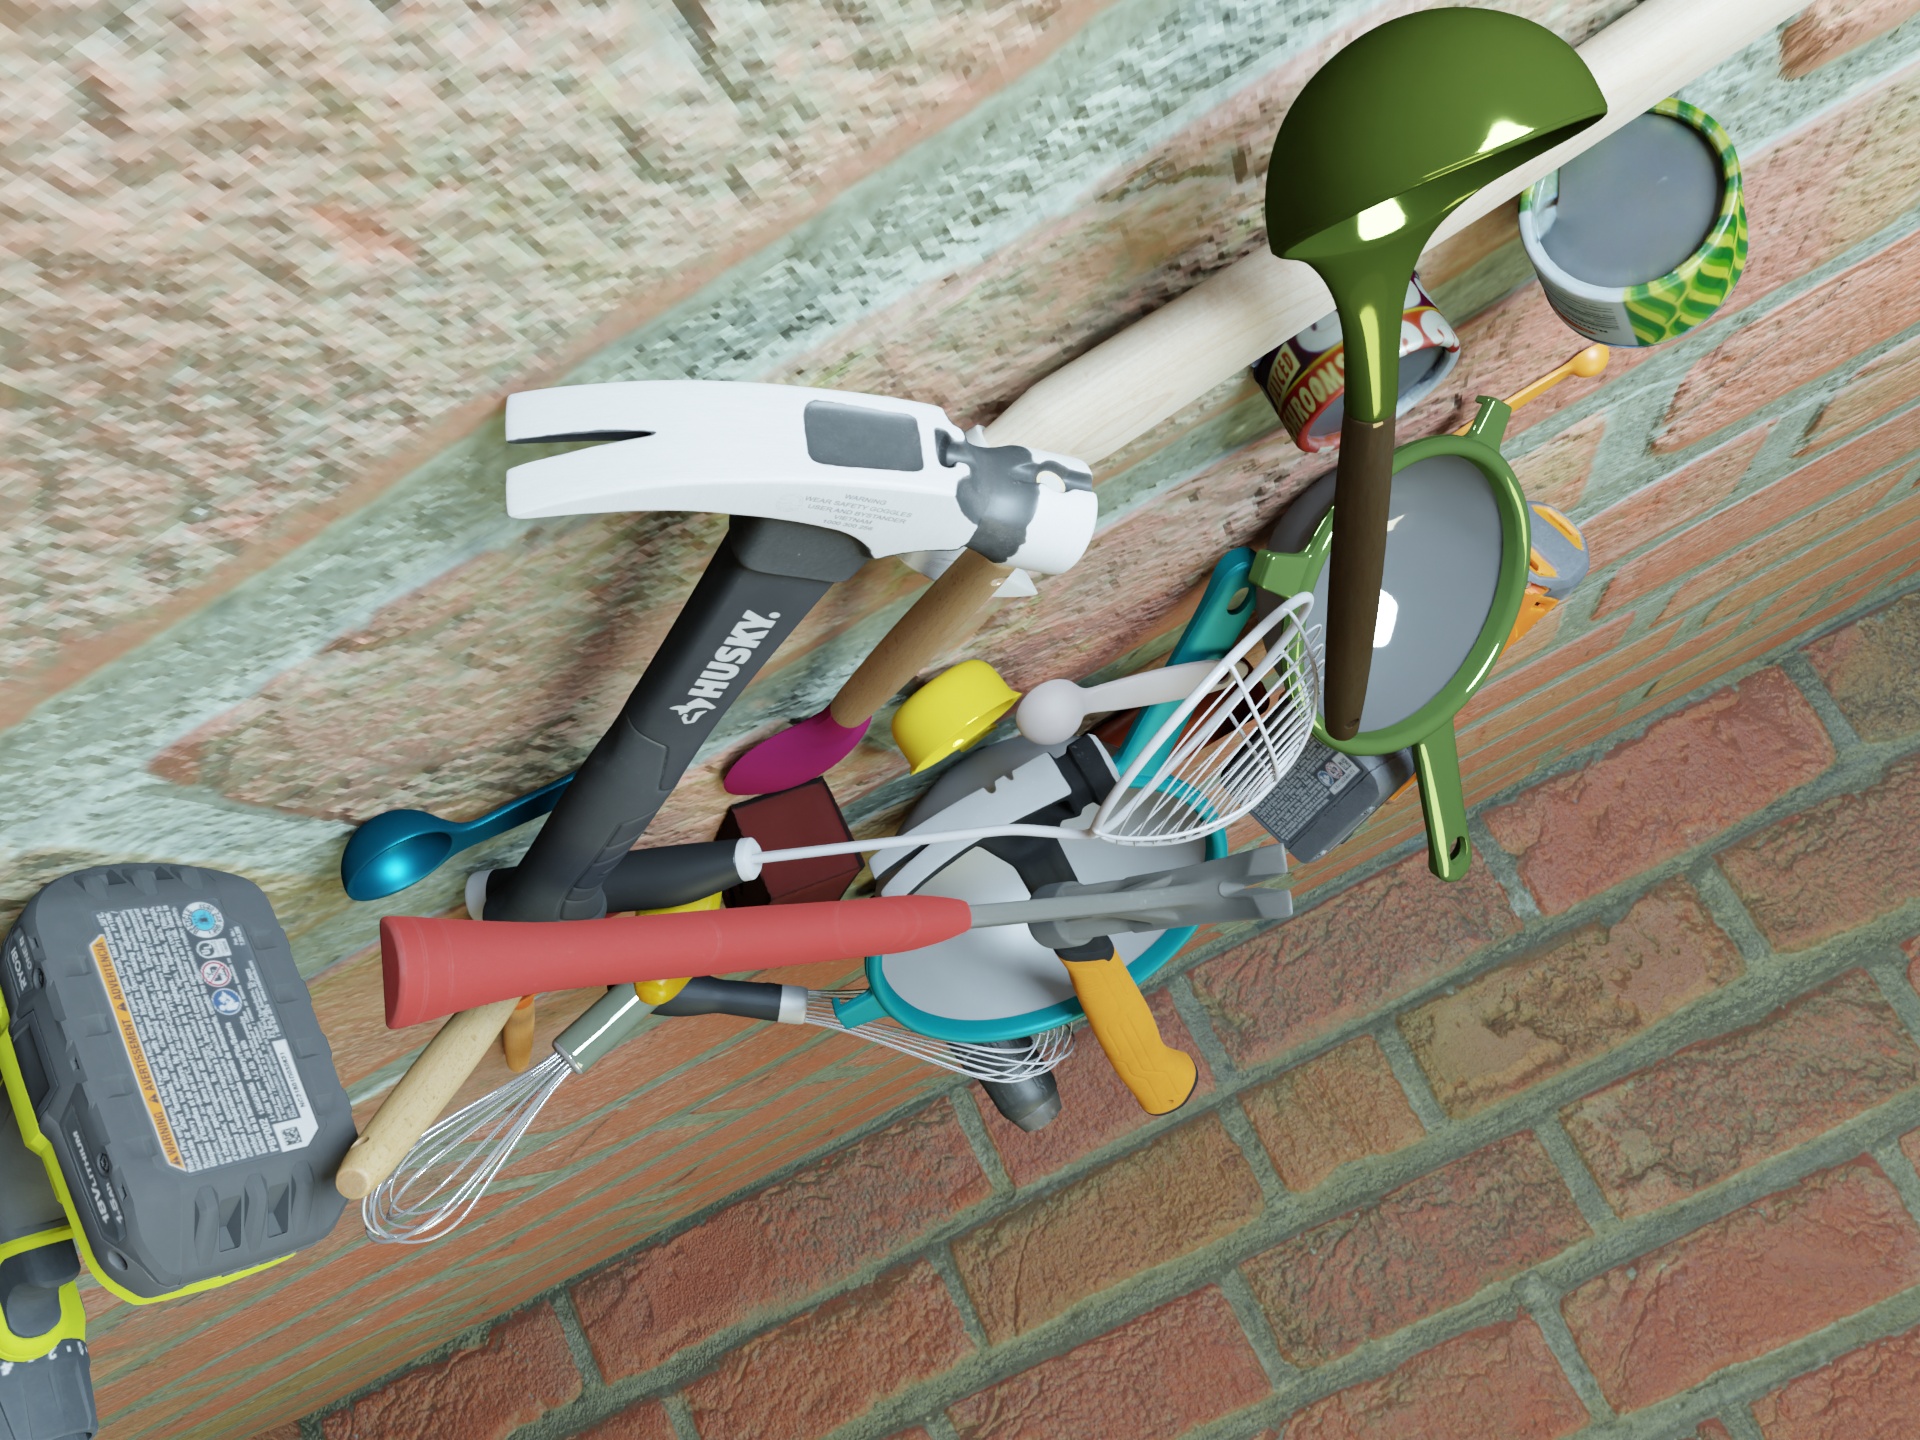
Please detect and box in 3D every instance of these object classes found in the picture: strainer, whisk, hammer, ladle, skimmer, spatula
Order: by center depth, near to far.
[{"bbox_3d":[0.153,-0.161,0.473,0.410,0.038,0.146,-31,165,14],"label":"hammer"},{"bbox_3d":[0.126,-0.068,0.474,0.078,0.062,0.319,-22,148,-3],"label":"ladle"},{"bbox_3d":[-0.103,0.005,0.509,0.146,0.035,0.334,7,150,-27],"label":"hammer"},{"bbox_3d":[-0.181,0.110,0.612,0.069,0.031,0.315,-23,-171,1],"label":"ladle"},{"bbox_3d":[-0.039,0.080,0.617,0.359,0.037,0.149,0,168,-38],"label":"hammer"},{"bbox_3d":[-0.031,0.020,0.651,0.363,0.090,0.127,-8,172,9],"label":"skimmer"},{"bbox_3d":[0.203,-0.025,0.765,0.151,0.069,0.256,-35,129,-17],"label":"strainer"},{"bbox_3d":[0.060,0.030,0.857,0.211,0.095,0.340,5,127,-31],"label":"strainer"},{"bbox_3d":[-0.220,0.188,0.862,0.246,0.057,0.059,-42,-148,-23],"label":"whisk"},{"bbox_3d":[-0.236,0.164,0.867,0.081,0.041,0.322,-32,169,-25],"label":"spatula"},{"bbox_3d":[0.066,0.139,0.870,0.127,0.034,0.336,-29,138,0],"label":"hammer"},{"bbox_3d":[-0.069,0.174,0.960,0.284,0.070,0.070,8,157,-7],"label":"whisk"}]

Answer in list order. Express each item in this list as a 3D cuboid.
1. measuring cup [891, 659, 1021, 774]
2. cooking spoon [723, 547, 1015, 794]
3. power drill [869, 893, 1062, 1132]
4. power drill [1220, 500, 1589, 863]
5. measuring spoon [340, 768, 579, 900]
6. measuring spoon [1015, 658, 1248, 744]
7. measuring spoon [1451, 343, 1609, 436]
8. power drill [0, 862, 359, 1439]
[{"bbox_3d":[-0.001,-0.002,0.764,0.062,0.029,0.156,-36,176,2],"label":"measuring cup"},{"bbox_3d":[-0.037,-0.010,0.607,0.068,0.017,0.319,-19,172,-23],"label":"cooking spoon"},{"bbox_3d":[0.067,0.143,1.030,0.226,0.188,0.080,-35,176,15],"label":"power drill"},{"bbox_3d":[0.254,-0.019,0.923,0.226,0.084,0.164,-39,168,-29],"label":"power drill"},{"bbox_3d":[-0.174,0.029,0.597,0.128,0.021,0.042,-27,162,-35],"label":"measuring spoon"},{"bbox_3d":[0.085,-0.010,0.751,0.124,0.018,0.034,-12,132,-20],"label":"measuring spoon"},{"bbox_3d":[0.251,-0.138,0.746,0.117,0.011,0.021,-33,163,22],"label":"measuring spoon"},{"bbox_3d":[-0.298,0.172,0.531,0.228,0.191,0.080,-41,158,28],"label":"power drill"}]
